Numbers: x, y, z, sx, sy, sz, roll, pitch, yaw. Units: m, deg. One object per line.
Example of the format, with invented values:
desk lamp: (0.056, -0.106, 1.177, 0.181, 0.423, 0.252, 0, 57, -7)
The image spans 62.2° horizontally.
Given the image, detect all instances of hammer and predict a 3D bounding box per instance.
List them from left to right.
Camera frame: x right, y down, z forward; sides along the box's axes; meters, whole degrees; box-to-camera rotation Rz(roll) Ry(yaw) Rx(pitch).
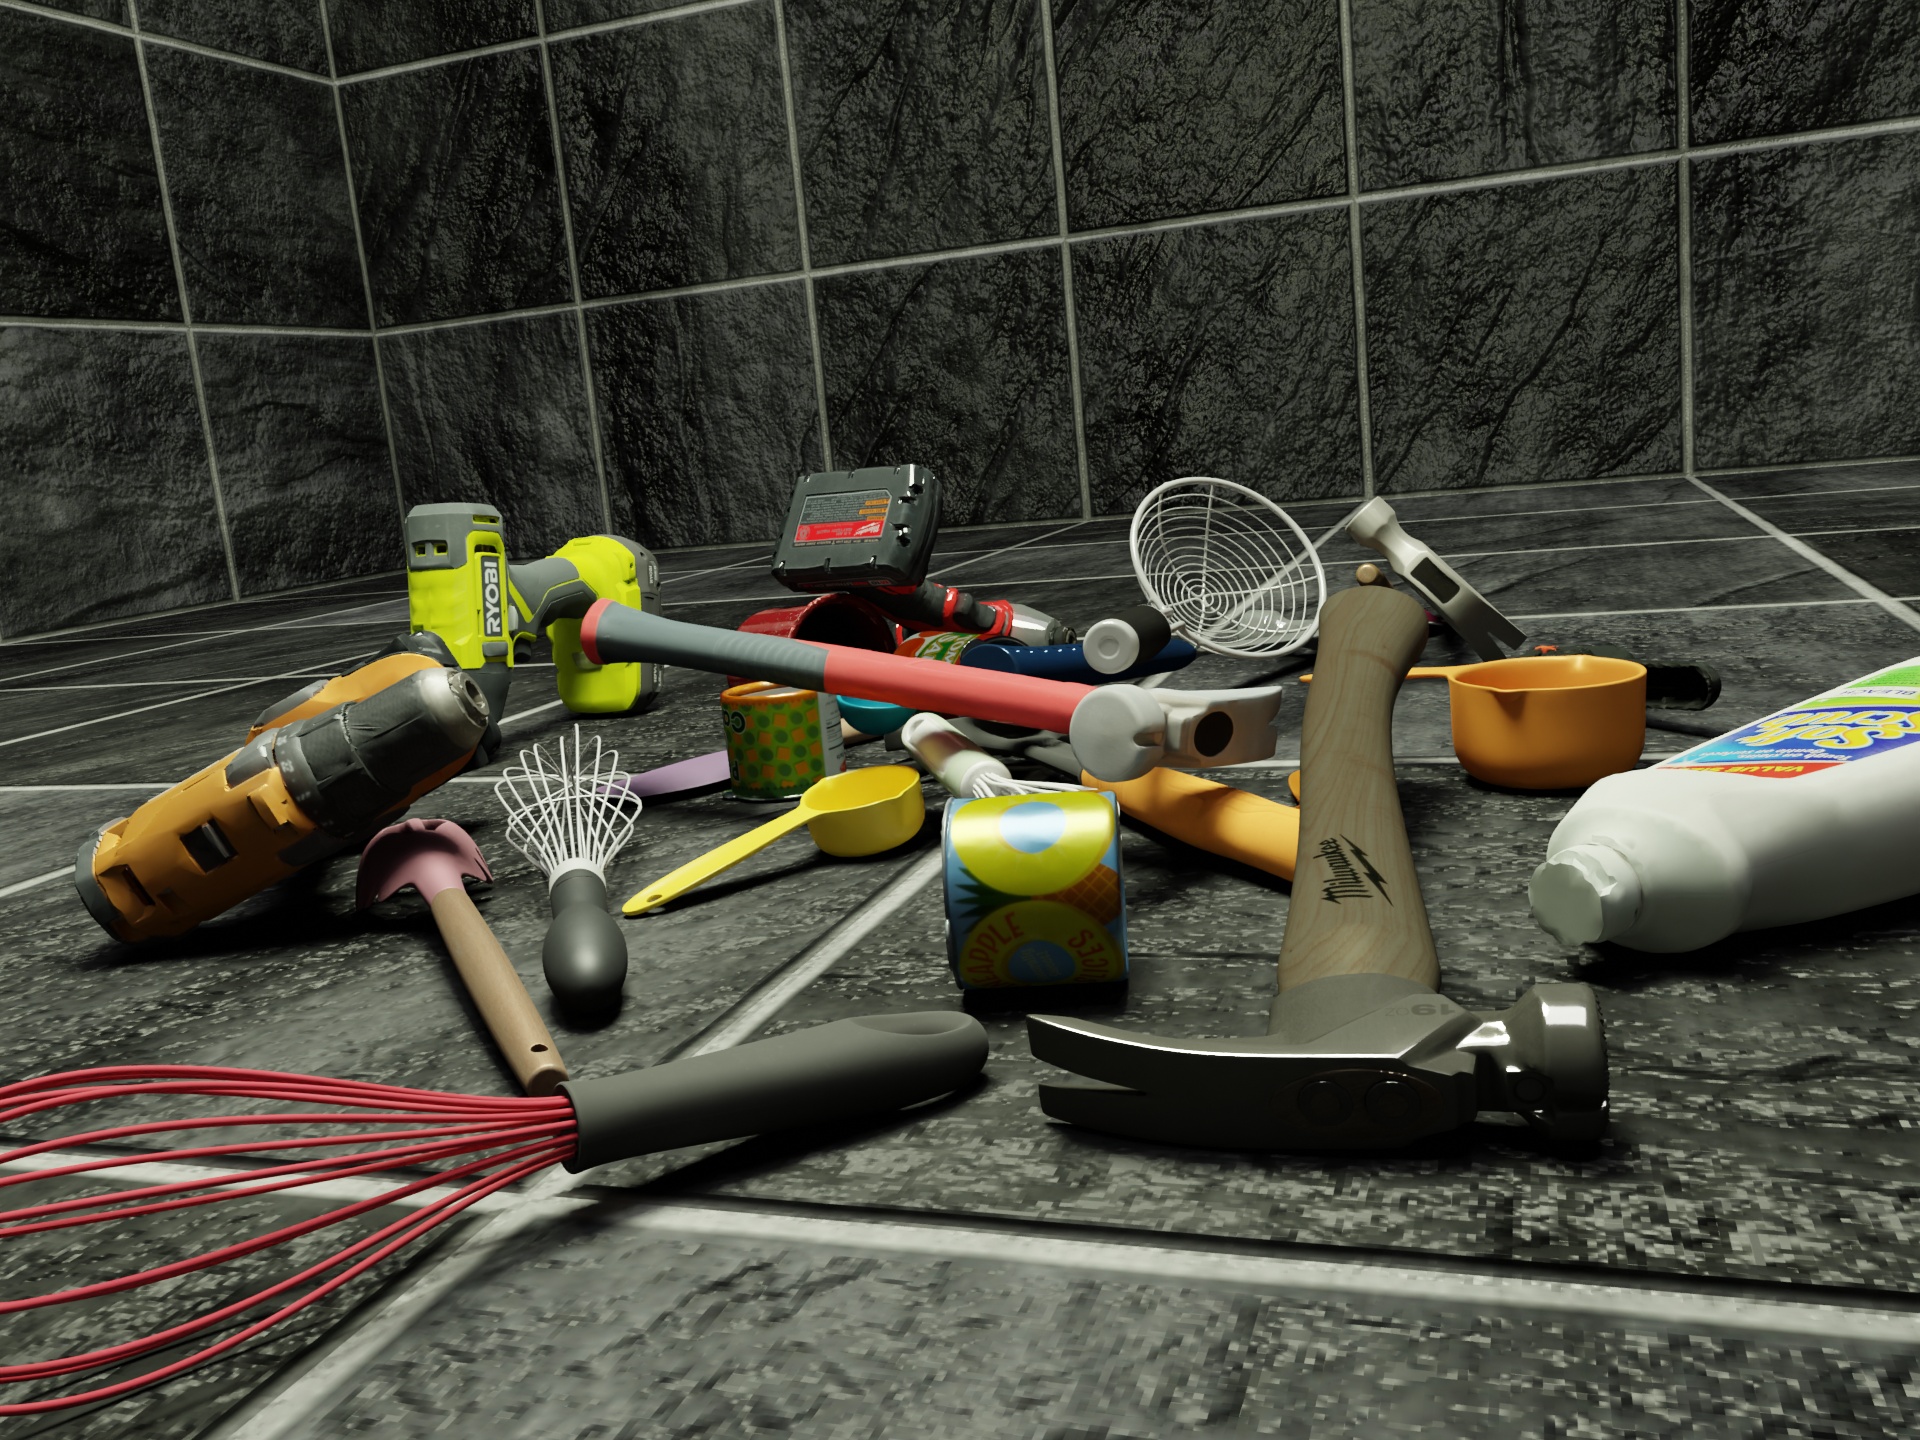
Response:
hammer: (-0.038, -0.023, 0.778, 0.386, 0.038, 0.143, 10, 9, 37)
hammer: (0.077, 0.032, 0.744, 0.127, 0.034, 0.337, -9, 11, -21)
hammer: (0.150, -0.045, 1.014, 0.144, 0.035, 0.405, 4, 8, 40)
hammer: (0.133, 0.023, 0.584, 0.146, 0.038, 0.411, -4, 20, 16)
hammer: (0.348, -0.093, 1.146, 0.031, 0.130, 0.331, -46, -12, 15)

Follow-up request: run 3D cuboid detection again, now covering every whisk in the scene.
whisk: (-0.117, 0.106, 0.397, 0.295, 0.073, 0.073, -4, 8, -33)
whisk: (-0.164, 0.061, 0.673, 0.070, 0.070, 0.285, -8, 15, -13)
whisk: (0.013, 0.031, 0.693, 0.059, 0.058, 0.246, 38, -1, -20)

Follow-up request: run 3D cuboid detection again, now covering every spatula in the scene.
spatula: (-0.078, 0.009, 0.993, 0.316, 0.018, 0.060, -16, 16, -40)

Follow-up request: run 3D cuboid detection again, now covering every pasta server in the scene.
pasta server: (-0.193, 0.087, 0.620, 0.060, 0.040, 0.316, -10, 15, -25)

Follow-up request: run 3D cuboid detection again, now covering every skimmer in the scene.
skimmer: (0.124, -0.073, 0.811, 0.090, 0.127, 0.363, -48, -6, 15)

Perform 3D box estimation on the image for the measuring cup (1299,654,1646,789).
measuring cup: (0.246, 0.001, 0.781, 0.174, 0.052, 0.095, 1, 12, 42)

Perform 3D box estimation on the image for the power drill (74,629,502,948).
power drill: (-0.292, 0.017, 0.769, 0.185, 0.084, 0.226, -29, 11, 4)

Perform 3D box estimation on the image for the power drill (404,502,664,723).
power drill: (-0.302, -0.060, 1.128, 0.080, 0.171, 0.223, -2, 3, 21)

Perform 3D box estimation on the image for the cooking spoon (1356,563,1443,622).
cooking spoon: (0.305, -0.087, 1.137, 0.069, 0.017, 0.318, 8, 1, 19)

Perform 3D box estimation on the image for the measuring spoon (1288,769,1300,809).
measuring spoon: (0.166, 0.036, 0.749, 0.021, 0.011, 0.117, -5, 7, 12)

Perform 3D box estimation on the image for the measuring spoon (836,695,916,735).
measuring spoon: (-0.001, -0.003, 0.838, 0.128, 0.021, 0.042, 1, 17, -9)

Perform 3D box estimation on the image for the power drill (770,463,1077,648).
power drill: (-0.019, -0.088, 1.109, 0.143, 0.079, 0.219, 1, -23, 32)

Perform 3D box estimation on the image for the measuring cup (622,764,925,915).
measuring cup: (-0.081, 0.062, 0.718, 0.156, 0.029, 0.062, -27, 22, -33)
